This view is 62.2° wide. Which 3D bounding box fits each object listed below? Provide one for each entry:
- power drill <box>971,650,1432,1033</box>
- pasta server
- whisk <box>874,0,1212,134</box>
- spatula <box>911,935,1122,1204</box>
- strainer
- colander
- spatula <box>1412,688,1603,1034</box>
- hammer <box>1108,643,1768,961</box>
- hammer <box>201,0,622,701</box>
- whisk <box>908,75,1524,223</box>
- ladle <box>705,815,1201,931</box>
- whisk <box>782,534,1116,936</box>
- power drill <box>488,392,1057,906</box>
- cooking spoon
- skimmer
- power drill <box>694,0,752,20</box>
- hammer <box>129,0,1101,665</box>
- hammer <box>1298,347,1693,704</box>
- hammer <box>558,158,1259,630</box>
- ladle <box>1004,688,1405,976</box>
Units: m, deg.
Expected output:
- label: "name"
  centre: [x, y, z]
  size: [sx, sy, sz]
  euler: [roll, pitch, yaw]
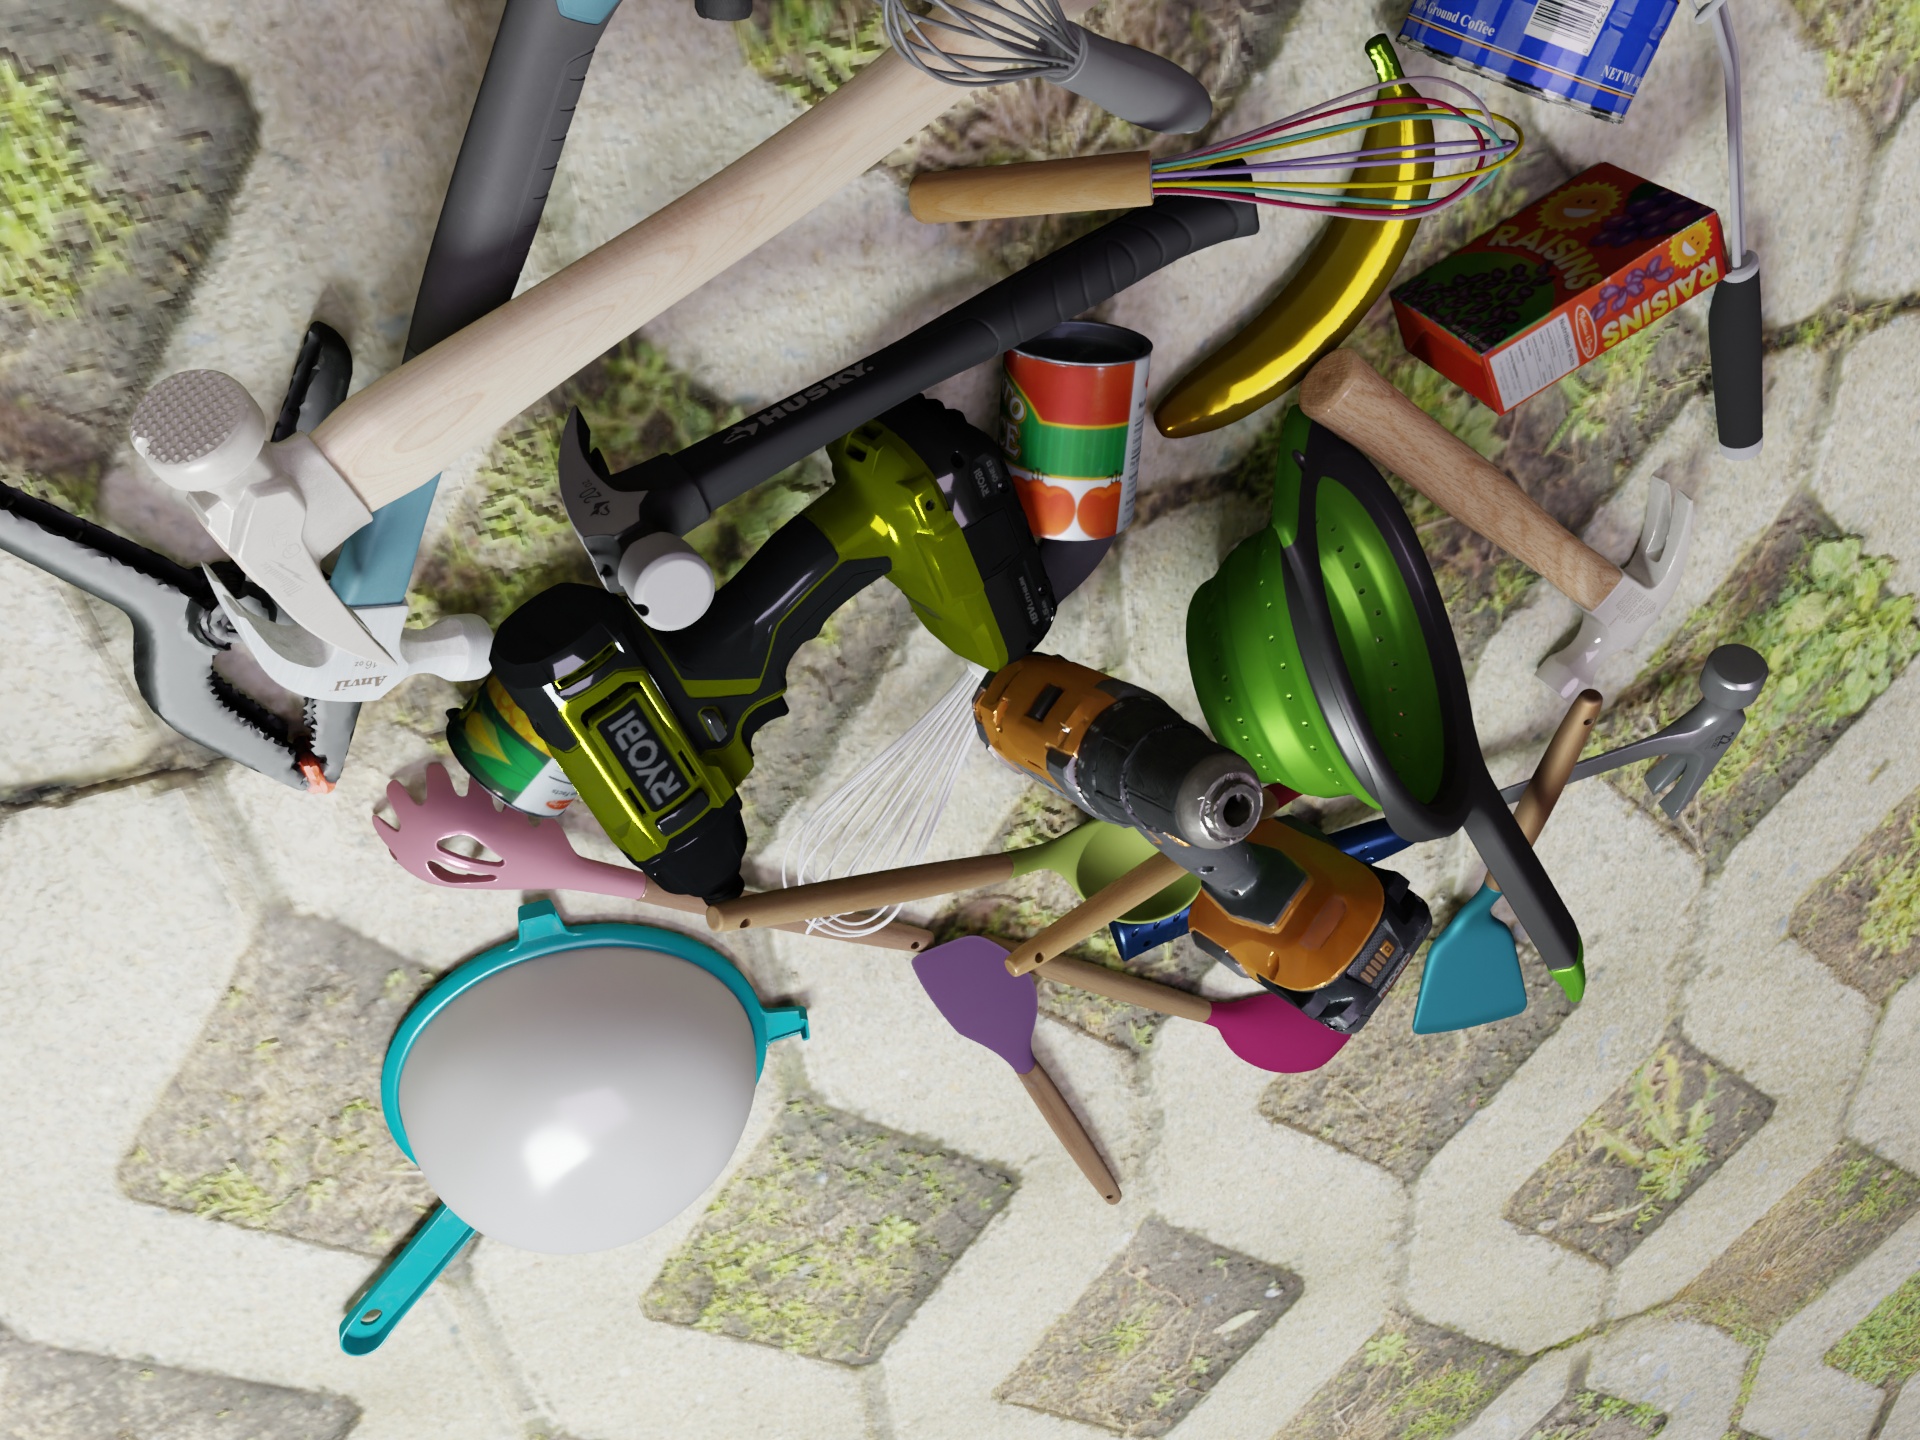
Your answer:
- label: "power drill"
  centre: [0.124, 0.058, 0.741]
  size: [0.226, 0.185, 0.084]
  euler: [39, 84, -28]
- label: "pasta server"
  centre: [-0.145, 0.086, 0.831]
  size: [0.316, 0.040, 0.060]
  euler: [17, 116, -35]
- label: "whisk"
  centre: [0.041, -0.249, 0.589]
  size: [0.239, 0.055, 0.055]
  euler: [-13, 136, -57]
- label: "spatula"
  centre: [0.051, 0.229, 1.005]
  size: [0.060, 0.018, 0.315]
  euler: [-21, 132, 8]
- label: "strainer"
  centre: [-0.240, 0.264, 0.872]
  size: [0.210, 0.095, 0.340]
  euler: [31, 107, -35]
- label: "colander"
  centre: [0.222, 0.025, 0.841]
  size: [0.094, 0.205, 0.396]
  euler: [-18, 124, 32]
- label: "spatula"
  centre: [0.337, 0.092, 0.958]
  size: [0.082, 0.044, 0.317]
  euler: [-10, 142, -7]
- label: "hammer"
  centre: [0.284, 0.066, 0.965]
  size: [0.405, 0.035, 0.143]
  euler: [-18, 145, -4]
- label: "hammer"
  centre: [-0.188, -0.137, 0.587]
  size: [0.128, 0.033, 0.331]
  euler: [-12, 140, -50]
- label: "whisk"
  centre: [0.100, -0.224, 0.646]
  size: [0.245, 0.047, 0.051]
  euler: [-1, 167, 12]
- label: "ladle"
  centre: [0.011, 0.085, 0.810]
  size: [0.320, 0.062, 0.078]
  euler: [-5, 128, -44]
- label: "whisk"
  centre: [-0.001, -0.002, 0.806]
  size: [0.070, 0.070, 0.284]
  euler: [25, 107, -33]
- label: "power drill"
  centre: [-0.072, -0.028, 0.703]
  size: [0.223, 0.080, 0.171]
  euler: [-38, 132, -15]
- label: "cooking spoon"
  centre: [0.136, 0.180, 1.010]
  size: [0.318, 0.017, 0.068]
  euler: [22, 116, -32]
- label: "skimmer"
  centre: [0.398, -0.265, 0.753]
  size: [0.127, 0.090, 0.362]
  euler: [-50, 136, -24]
- label: "power drill"
  centre: [-0.157, -0.304, 0.519]
  size: [0.219, 0.079, 0.143]
  euler: [-10, 127, -19]
- label: "hammer"
  centre: [-0.090, -0.178, 0.592]
  size: [0.410, 0.038, 0.146]
  euler: [-39, 157, -13]
- label: "hammer"
  centre: [0.286, -0.111, 0.834]
  size: [0.331, 0.031, 0.130]
  euler: [23, 111, -40]
- label: "hammer"
  centre: [-0.013, -0.156, 0.667]
  size: [0.335, 0.146, 0.035]
  euler: [-31, 131, -13]
- label: "ladle"
  centre: [0.151, 0.057, 0.870]
  size: [0.315, 0.031, 0.069]
  euler: [-29, 111, -24]
